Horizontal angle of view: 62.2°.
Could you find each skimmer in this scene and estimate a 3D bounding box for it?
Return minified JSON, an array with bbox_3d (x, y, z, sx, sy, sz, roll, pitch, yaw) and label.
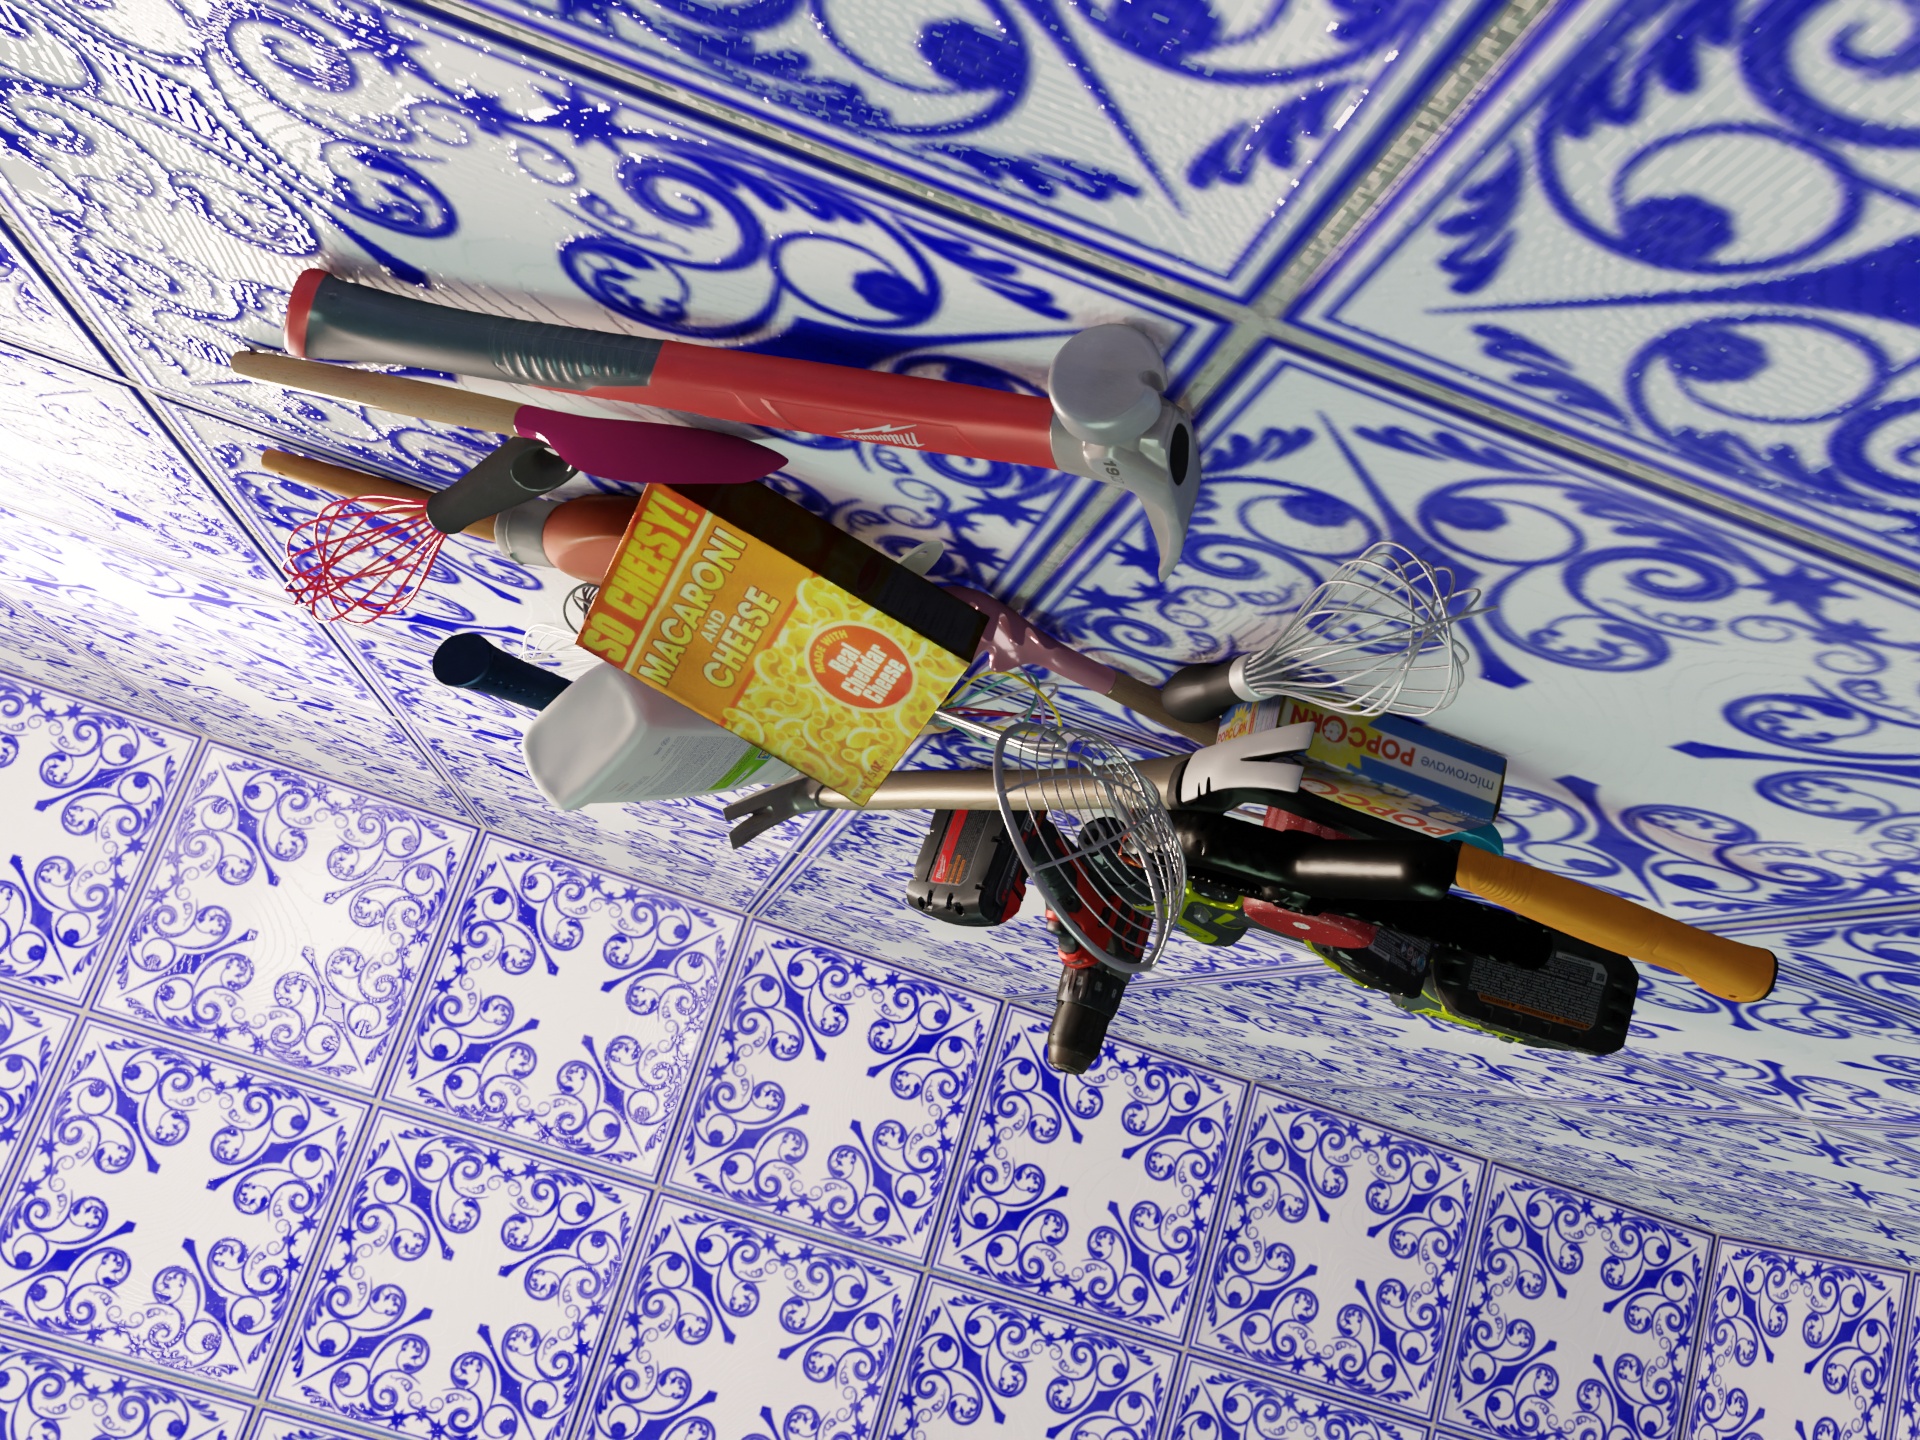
[{"bbox_3d":[-0.007,0.028,0.844,0.127,0.090,0.363,41,170,-31],"label":"skimmer"}]

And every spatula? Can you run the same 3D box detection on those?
[{"bbox_3d":[-0.262,-0.101,0.924,0.322,0.041,0.081,17,166,6],"label":"spatula"}]

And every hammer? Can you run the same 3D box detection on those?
[{"bbox_3d":[-0.248,0.003,1.152,0.144,0.035,0.405,-1,168,18],"label":"hammer"},{"bbox_3d":[0.278,0.079,0.809,0.336,0.034,0.127,21,165,-13],"label":"hammer"},{"bbox_3d":[-0.097,-0.127,0.628,0.386,0.038,0.143,13,167,19],"label":"hammer"},{"bbox_3d":[0.010,0.049,1.060,0.146,0.038,0.411,-22,-168,-41],"label":"hammer"}]

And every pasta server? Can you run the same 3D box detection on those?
[{"bbox_3d":[0.100,-0.004,0.861,0.316,0.040,0.060,23,154,-26],"label":"pasta server"}]

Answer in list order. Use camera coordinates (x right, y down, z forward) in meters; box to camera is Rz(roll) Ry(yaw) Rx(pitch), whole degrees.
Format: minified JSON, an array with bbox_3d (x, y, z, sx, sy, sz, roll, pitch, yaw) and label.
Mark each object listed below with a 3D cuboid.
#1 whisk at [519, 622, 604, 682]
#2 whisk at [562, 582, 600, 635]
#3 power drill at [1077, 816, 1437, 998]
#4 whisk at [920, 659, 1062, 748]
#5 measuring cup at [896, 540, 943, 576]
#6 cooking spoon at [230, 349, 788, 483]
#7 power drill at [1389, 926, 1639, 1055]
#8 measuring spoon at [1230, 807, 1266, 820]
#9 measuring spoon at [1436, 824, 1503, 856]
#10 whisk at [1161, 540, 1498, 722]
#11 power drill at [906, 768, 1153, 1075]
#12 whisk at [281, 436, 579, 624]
[{"bbox_3d":[-0.242,-0.046,1.114,0.246,0.059,0.058,-2,-167,45],"label":"whisk"},{"bbox_3d":[-0.139,-0.028,1.005,0.238,0.055,0.055,27,163,-22],"label":"whisk"},{"bbox_3d":[0.210,0.126,1.150,0.229,0.080,0.190,8,163,44],"label":"power drill"},{"bbox_3d":[0.000,-0.001,0.986,0.047,0.051,0.245,17,170,-21],"label":"whisk"},{"bbox_3d":[-0.059,-0.068,0.818,0.083,0.038,0.167,0,159,-35],"label":"measuring cup"},{"bbox_3d":[-0.220,-0.142,0.731,0.319,0.017,0.069,14,-150,24],"label":"cooking spoon"},{"bbox_3d":[0.426,0.209,1.209,0.171,0.080,0.223,15,170,13],"label":"power drill"},{"bbox_3d":[0.194,0.056,1.032,0.124,0.018,0.034,17,178,-28],"label":"measuring spoon"},{"bbox_3d":[0.257,0.044,0.911,0.128,0.021,0.042,30,157,-10],"label":"measuring spoon"},{"bbox_3d":[0.145,-0.024,0.703,0.070,0.070,0.284,20,171,-10],"label":"whisk"},{"bbox_3d":[0.063,0.155,1.220,0.080,0.188,0.226,2,155,44],"label":"power drill"},{"bbox_3d":[-0.283,-0.105,0.847,0.296,0.073,0.073,-15,147,43],"label":"whisk"}]
